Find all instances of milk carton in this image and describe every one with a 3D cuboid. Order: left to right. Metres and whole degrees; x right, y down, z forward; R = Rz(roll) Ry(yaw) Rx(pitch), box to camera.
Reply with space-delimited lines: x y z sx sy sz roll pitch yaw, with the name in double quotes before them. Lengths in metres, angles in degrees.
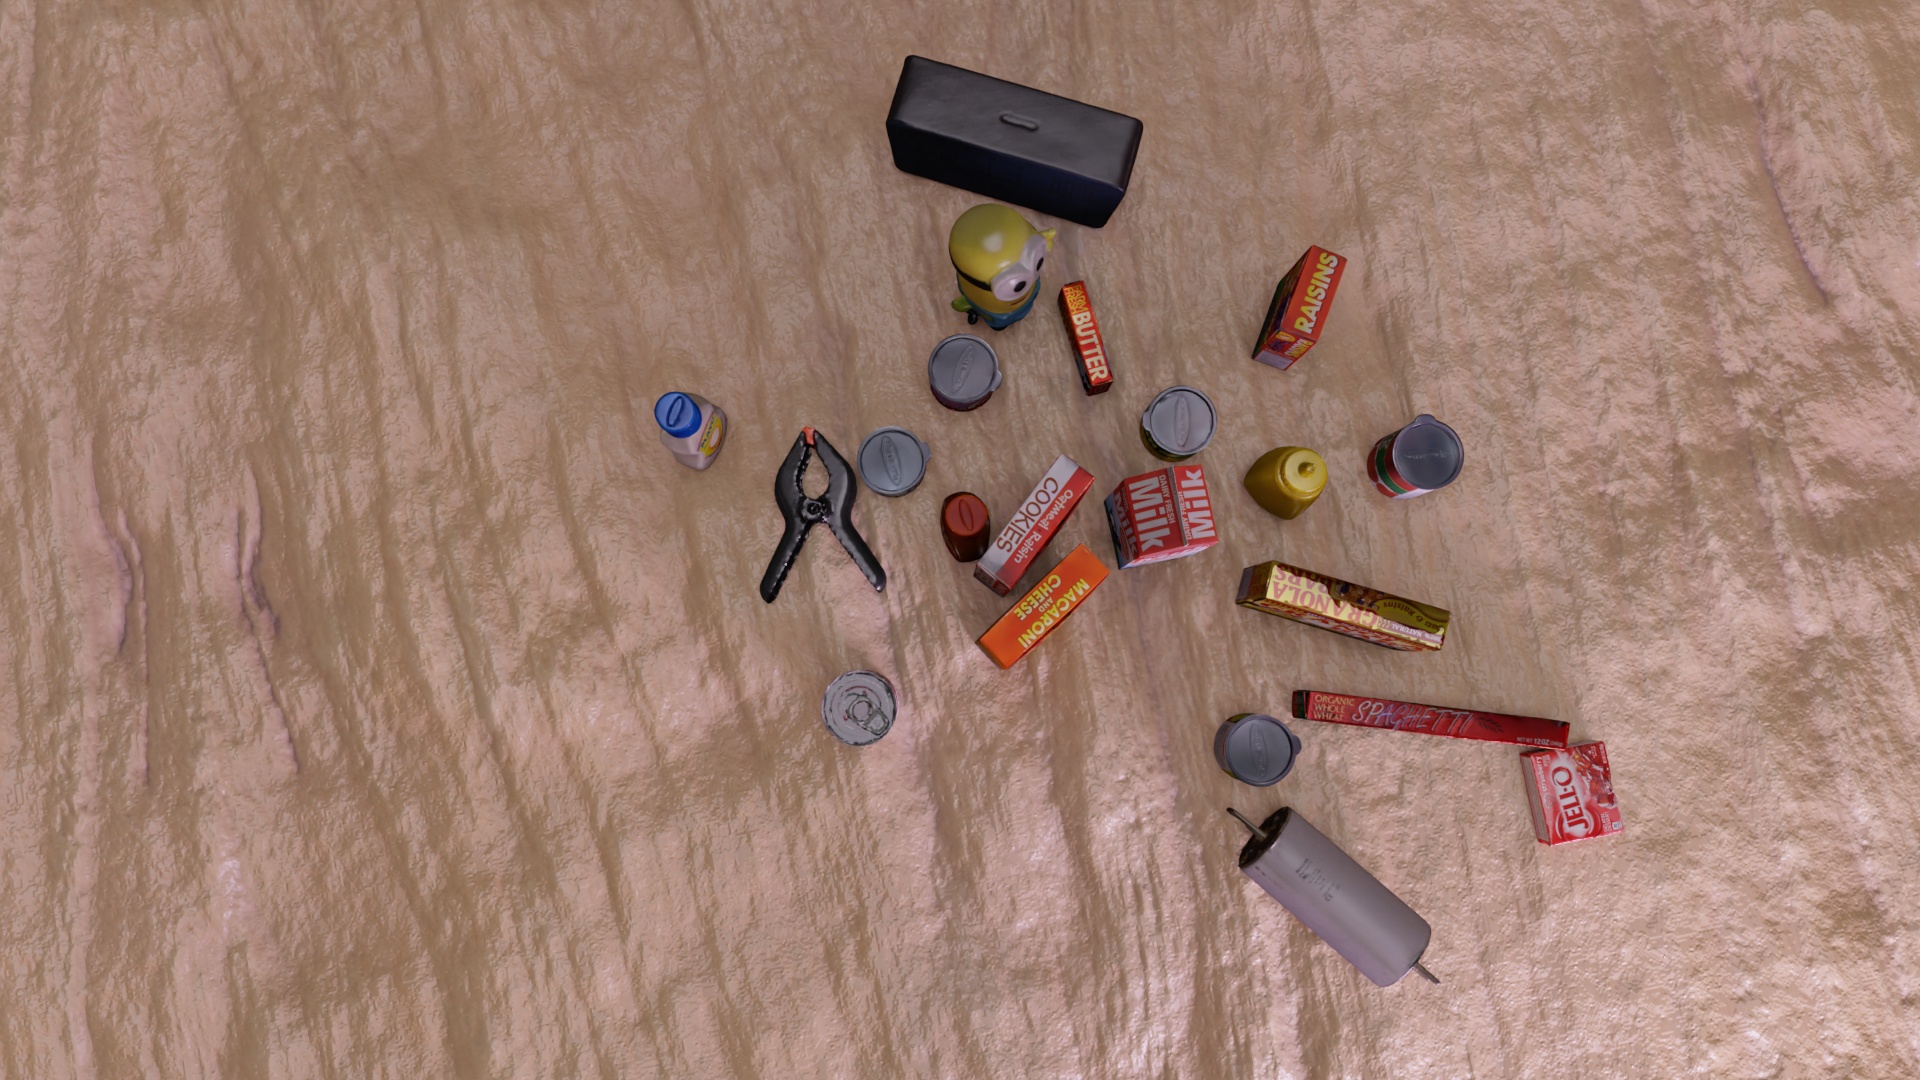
"milk carton" 0.182 -0.021 1.254 0.073 0.190 0.072 -11 85 -2

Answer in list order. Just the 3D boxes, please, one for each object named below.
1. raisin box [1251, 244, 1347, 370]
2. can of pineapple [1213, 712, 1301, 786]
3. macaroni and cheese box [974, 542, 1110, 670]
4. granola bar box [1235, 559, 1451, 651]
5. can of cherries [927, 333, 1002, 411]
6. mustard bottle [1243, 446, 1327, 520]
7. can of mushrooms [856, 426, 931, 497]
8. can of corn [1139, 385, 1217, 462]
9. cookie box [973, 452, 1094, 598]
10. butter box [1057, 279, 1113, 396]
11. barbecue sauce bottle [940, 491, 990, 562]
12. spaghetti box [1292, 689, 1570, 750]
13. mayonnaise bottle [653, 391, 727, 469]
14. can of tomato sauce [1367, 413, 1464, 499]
"raisin box" 0.318 -0.218 1.310 0.040 0.123 0.086 22 85 1
"can of pineapple" 0.277 0.196 1.302 0.071 0.058 0.071 0 85 -1
"macaroni and cheese box" 0.072 0.063 1.256 0.124 0.166 0.040 -43 87 -4
"granola bar box" 0.349 0.063 1.283 0.166 0.124 0.039 16 85 1
"can of cherries" 0.004 -0.158 1.331 0.071 0.058 0.071 0 85 -1
"mustard bottle" 0.305 -0.057 1.275 0.065 0.160 0.049 40 86 3
"can of mushrooms" -0.063 -0.075 1.334 0.071 0.033 0.071 0 85 -1
"can of corn" 0.205 -0.111 1.330 0.071 0.058 0.071 0 85 -1
"cookie box" 0.064 -0.010 1.263 0.040 0.167 0.123 37 85 2
"butter box" 0.120 -0.194 1.339 0.024 0.053 0.103 -16 85 -2
"barbecue sauce bottle" 0.005 -0.016 1.272 0.044 0.148 0.065 -16 85 -2
"spaghetti box" 0.441 0.169 1.311 0.250 0.050 0.028 7 85 0
"mayonnaise bottle" -0.249 -0.105 1.276 0.041 0.148 0.065 20 85 1
"can of tomato sauce" 0.429 -0.078 1.318 0.071 0.083 0.071 0 85 -1
